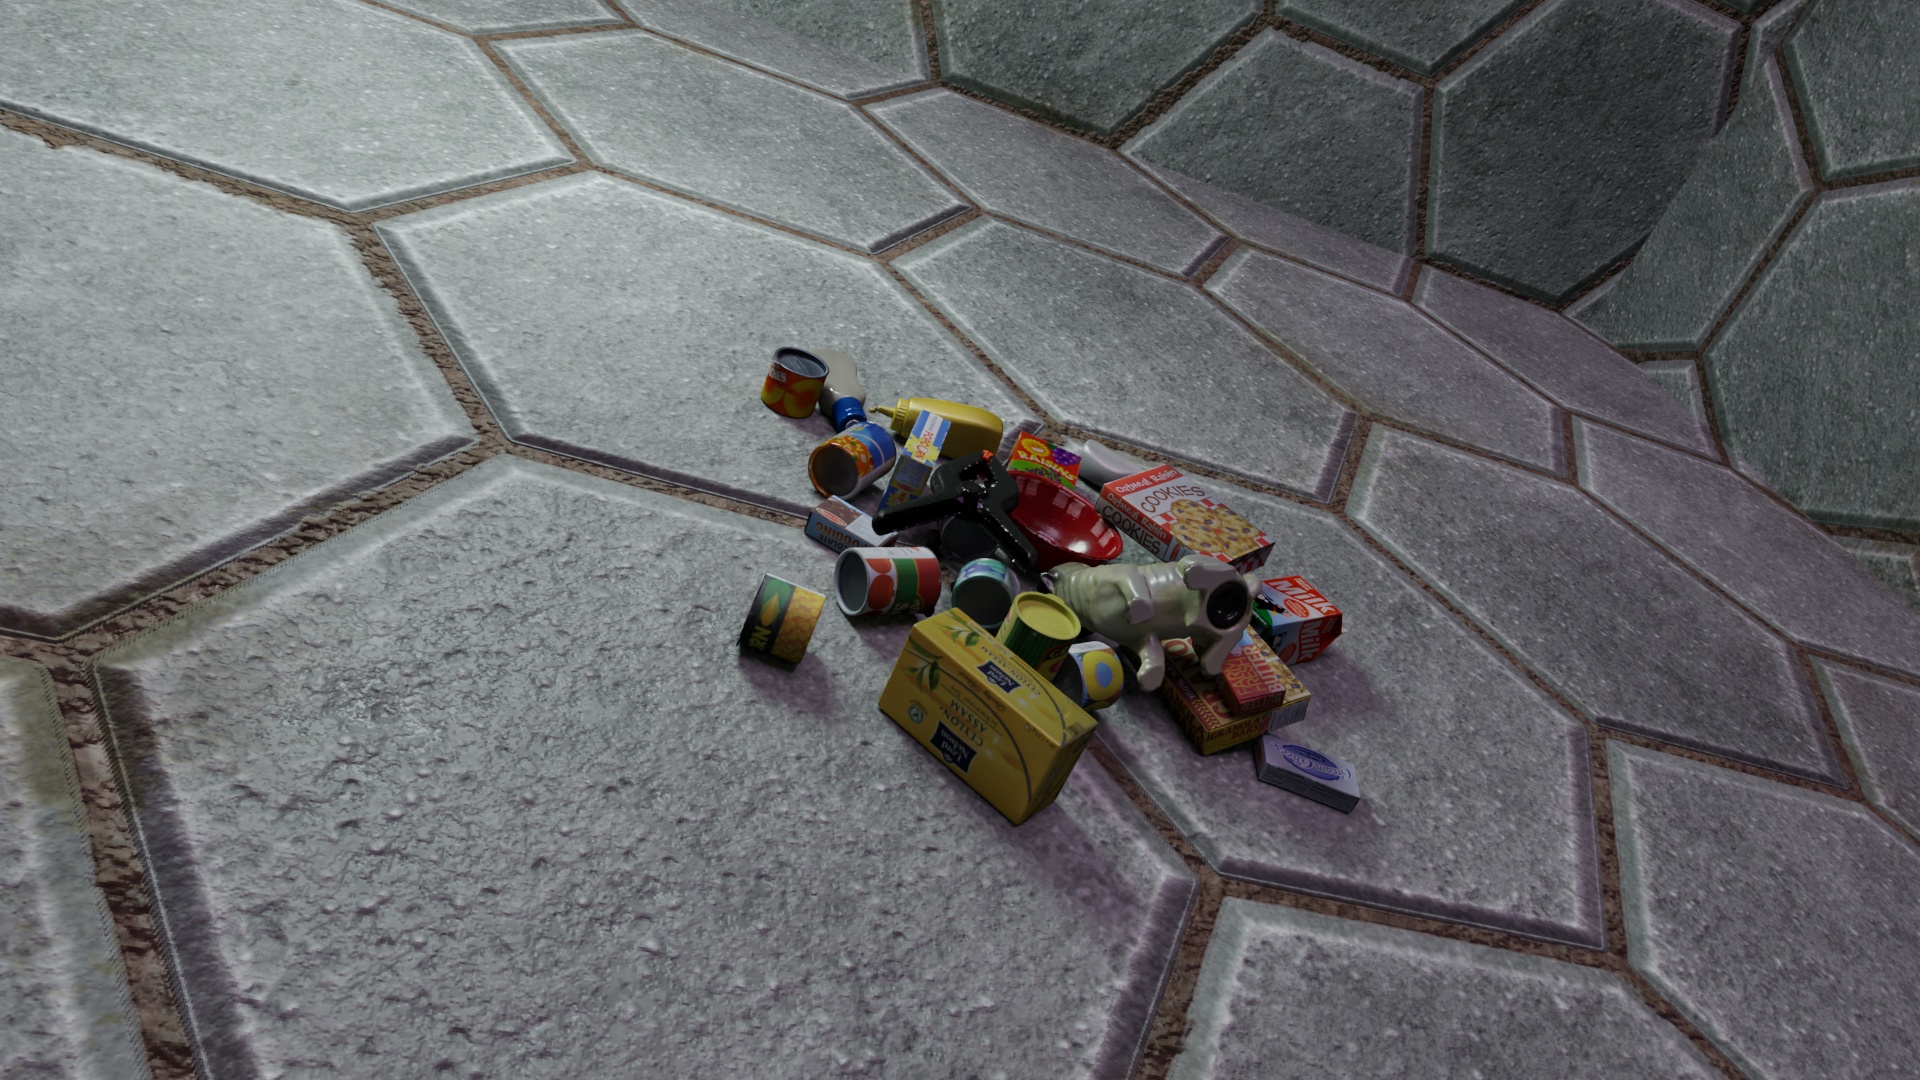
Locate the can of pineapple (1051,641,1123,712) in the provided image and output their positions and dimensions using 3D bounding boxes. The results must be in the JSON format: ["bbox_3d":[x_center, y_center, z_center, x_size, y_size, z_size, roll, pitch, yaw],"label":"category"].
[{"bbox_3d":[0.113,0.133,1.318,0.058,0.070,0.071,-4,40,-41],"label":"can of pineapple"}]

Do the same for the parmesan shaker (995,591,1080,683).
[{"bbox_3d":[0.061,0.106,1.282,0.071,0.102,0.071,19,30,-11],"label":"parmesan shaker"}]

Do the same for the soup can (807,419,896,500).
[{"bbox_3d":[-0.119,-0.088,1.500,0.071,0.071,0.084,31,30,11],"label":"soup can"}]

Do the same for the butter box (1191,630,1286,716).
[{"bbox_3d":[0.274,0.126,1.371,0.053,0.024,0.104,-9,42,-15],"label":"butter box"}]

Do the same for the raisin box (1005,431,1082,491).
[{"bbox_3d":[0.096,-0.077,1.673,0.086,0.040,0.124,23,30,-2],"label":"raisin box"}]

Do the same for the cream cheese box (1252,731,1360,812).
[{"bbox_3d":[0.342,0.229,1.373,0.104,0.024,0.053,21,31,-6],"label":"cream cheese box"}]

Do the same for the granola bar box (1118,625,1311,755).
[{"bbox_3d":[0.256,0.131,1.415,0.124,0.038,0.166,-15,44,-21],"label":"granola bar box"}]

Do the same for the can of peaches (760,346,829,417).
[{"bbox_3d":[-0.194,-0.183,1.609,0.071,0.057,0.071,18,30,-11],"label":"can of peaches"}]

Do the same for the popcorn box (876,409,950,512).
[{"bbox_3d":[-0.051,-0.079,1.519,0.038,0.084,0.127,24,29,-3],"label":"popcorn box"}]

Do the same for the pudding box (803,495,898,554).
[{"bbox_3d":[-0.111,-0.008,1.415,0.084,0.030,0.050,30,31,10],"label":"pudding box"}]

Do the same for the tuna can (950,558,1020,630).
[{"bbox_3d":[0.022,0.054,1.379,0.071,0.070,0.033,23,30,-3],"label":"tuna can"}]

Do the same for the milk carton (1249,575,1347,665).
[{"bbox_3d":[0.358,0.092,1.559,0.191,0.073,0.072,-6,41,-43],"label":"milk carton"}]

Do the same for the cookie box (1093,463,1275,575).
[{"bbox_3d":[0.252,-0.017,1.566,0.123,0.040,0.168,-18,47,-44],"label":"cookie box"}]

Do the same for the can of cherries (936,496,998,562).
[{"bbox_3d":[0.005,-0.019,1.485,0.071,0.071,0.058,13,31,-20],"label":"can of cherries"}]

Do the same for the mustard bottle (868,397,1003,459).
[{"bbox_3d":[-0.031,-0.139,1.656,0.160,0.065,0.049,16,34,-8],"label":"mustard bottle"}]

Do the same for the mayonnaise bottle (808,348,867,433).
[{"bbox_3d":[-0.144,-0.175,1.653,0.065,0.041,0.149,8,34,-26],"label":"mayonnaise bottle"}]

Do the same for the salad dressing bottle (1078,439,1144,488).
[{"bbox_3d":[0.215,-0.073,1.753,0.148,0.043,0.064,31,28,8],"label":"salad dressing bottle"}]

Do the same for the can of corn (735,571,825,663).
[{"bbox_3d":[-0.157,0.070,1.218,0.058,0.070,0.071,22,29,-6],"label":"can of corn"}]

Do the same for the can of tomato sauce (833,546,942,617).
[{"bbox_3d":[-0.070,0.041,1.331,0.083,0.070,0.071,0,38,-37],"label":"can of tomato sauce"}]
